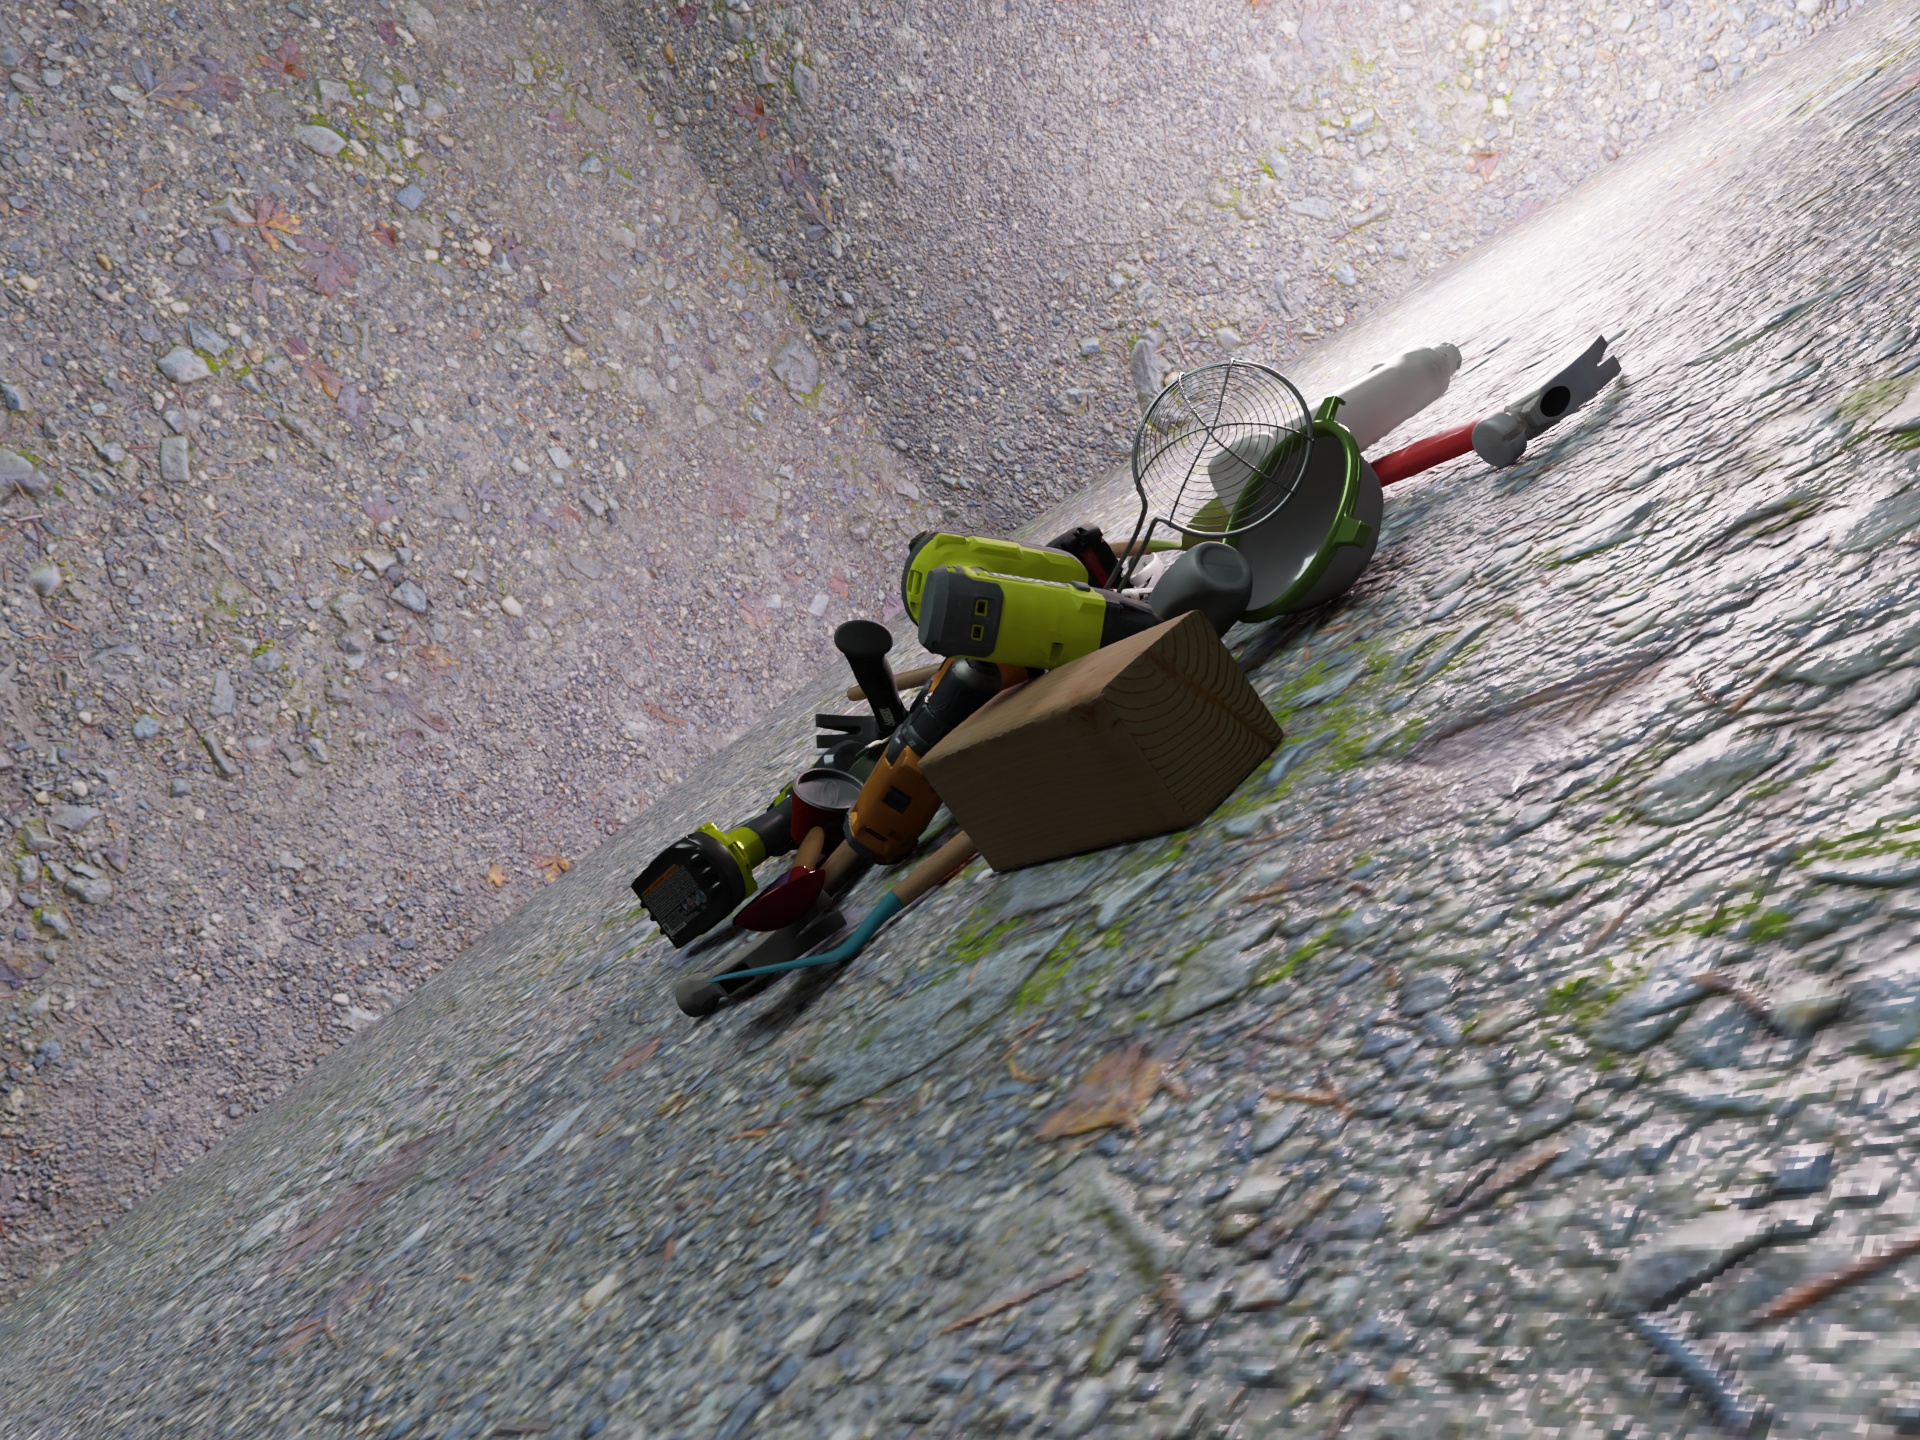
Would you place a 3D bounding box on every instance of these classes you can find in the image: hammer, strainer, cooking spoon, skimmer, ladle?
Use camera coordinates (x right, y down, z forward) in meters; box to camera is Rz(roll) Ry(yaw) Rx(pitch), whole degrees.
[{"bbox_3d":[-0.076,-0.026,1.407,0.146,0.035,0.334,-4,-14,3],"label":"hammer"},{"bbox_3d":[-0.097,0.119,1.271,0.130,0.031,0.331,-30,9,33],"label":"hammer"},{"bbox_3d":[0.223,-0.097,1.143,0.256,0.069,0.152,-51,26,41],"label":"strainer"},{"bbox_3d":[0.023,-0.054,1.439,0.319,0.017,0.069,-13,19,34],"label":"cooking spoon"},{"bbox_3d":[0.139,-0.109,1.199,0.090,0.127,0.363,-22,-26,-36],"label":"skimmer"},{"bbox_3d":[0.045,-0.053,1.702,0.409,0.036,0.149,-34,9,9],"label":"hammer"},{"bbox_3d":[-0.121,0.112,1.201,0.069,0.031,0.315,-32,5,3],"label":"ladle"},{"bbox_3d":[0.179,-0.191,1.652,0.078,0.062,0.320,-20,11,-34],"label":"ladle"},{"bbox_3d":[0.363,-0.215,1.315,0.143,0.038,0.386,-37,8,-22],"label":"hammer"}]

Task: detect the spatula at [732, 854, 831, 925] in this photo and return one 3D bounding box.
[{"bbox_3d":[-0.079,0.087,1.438,0.316,0.018,0.060,-36,9,-3],"label":"spatula"}]

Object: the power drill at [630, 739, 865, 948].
[{"bbox_3d":[-0.194,0.118,1.497,0.228,0.080,0.190,-35,-2,-44],"label":"power drill"}]

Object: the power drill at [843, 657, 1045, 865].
[{"bbox_3d":[-0.002,-0.004,1.261,0.185,0.084,0.226,-59,-3,29],"label":"power drill"}]

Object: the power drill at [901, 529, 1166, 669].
[{"bbox_3d":[0.047,-0.076,1.091,0.171,0.080,0.223,8,11,-11],"label":"power drill"}]

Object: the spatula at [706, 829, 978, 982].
[{"bbox_3d":[-0.029,0.097,1.078,0.317,0.044,0.082,-37,1,-20],"label":"spatula"}]

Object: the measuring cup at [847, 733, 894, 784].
[{"bbox_3d":[-0.065,0.038,1.403,0.083,0.038,0.167,-37,-4,4],"label":"measuring cup"}]

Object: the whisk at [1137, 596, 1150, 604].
[{"bbox_3d":[0.106,-0.069,1.307,0.239,0.055,0.055,-2,31,50],"label":"whisk"}]

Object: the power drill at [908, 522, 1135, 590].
[{"bbox_3d":[0.052,-0.119,1.527,0.080,0.188,0.227,-39,12,-33],"label":"power drill"}]
